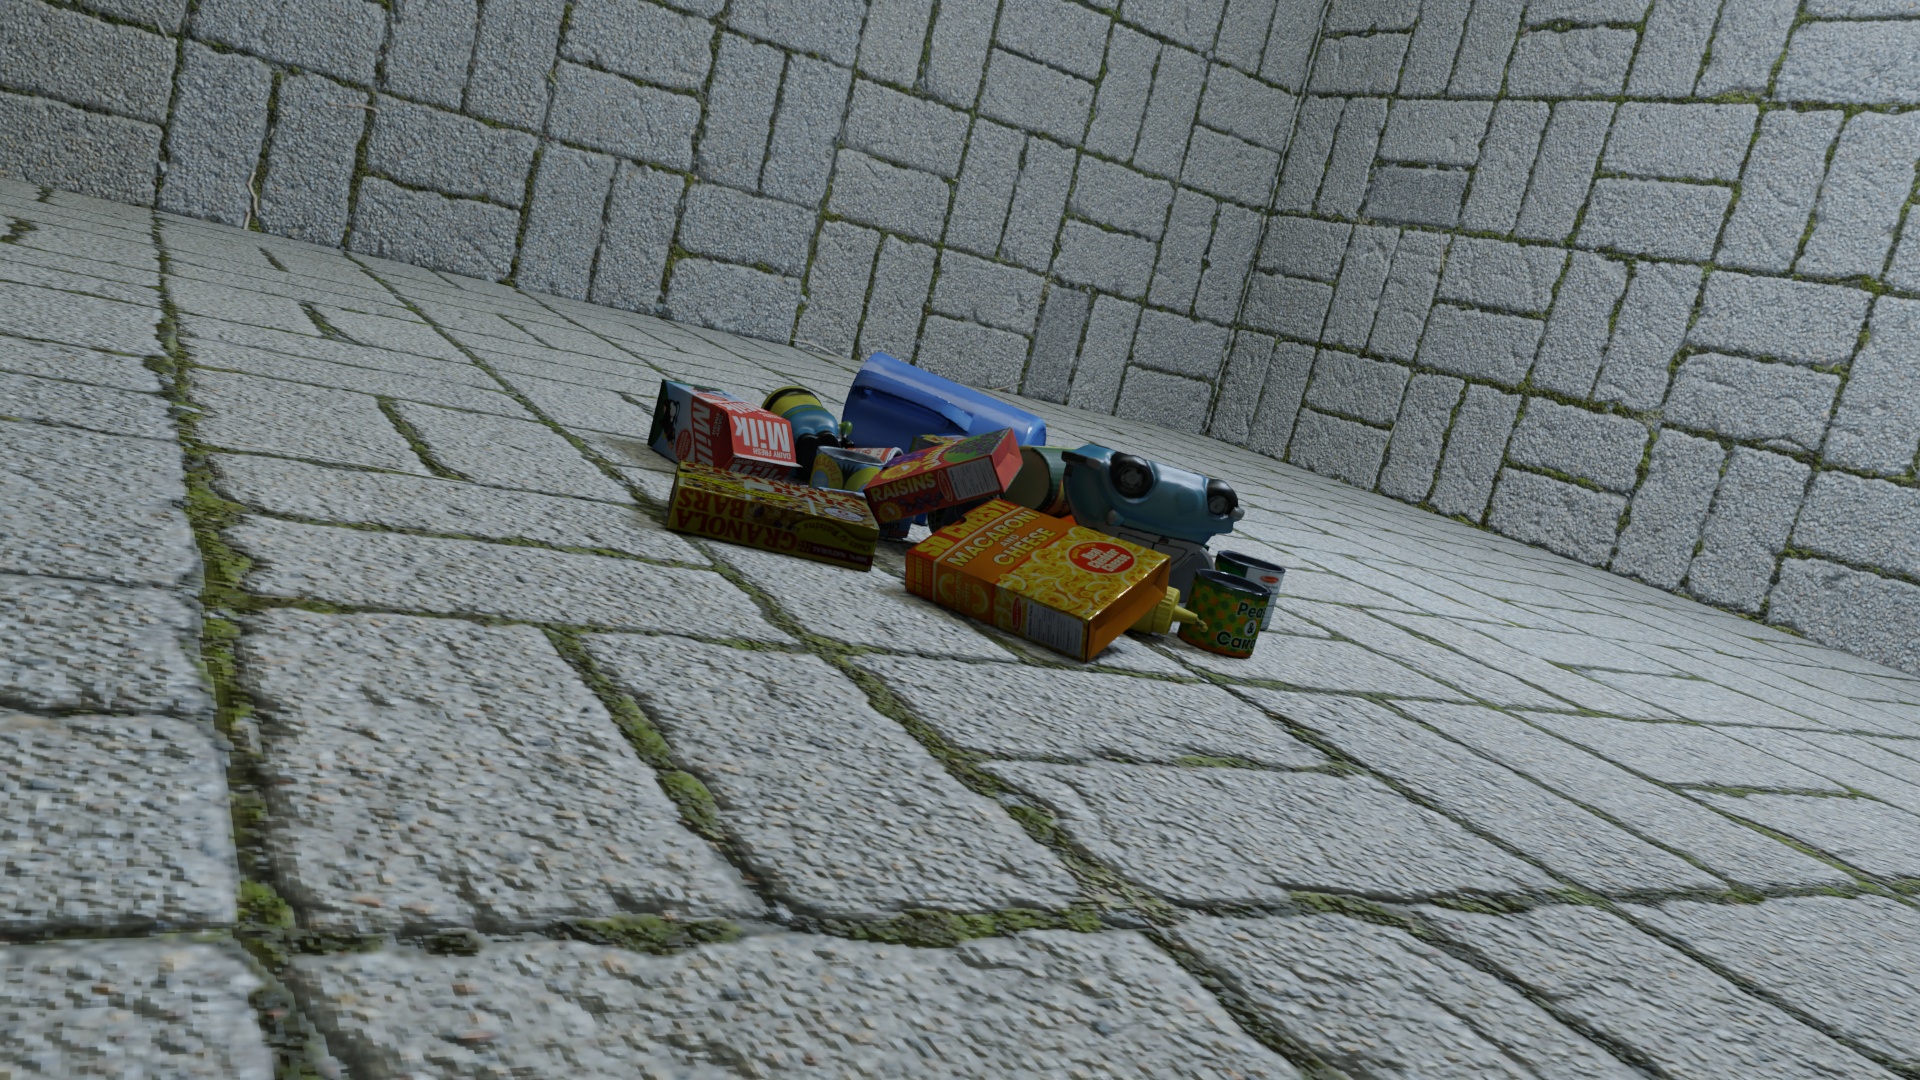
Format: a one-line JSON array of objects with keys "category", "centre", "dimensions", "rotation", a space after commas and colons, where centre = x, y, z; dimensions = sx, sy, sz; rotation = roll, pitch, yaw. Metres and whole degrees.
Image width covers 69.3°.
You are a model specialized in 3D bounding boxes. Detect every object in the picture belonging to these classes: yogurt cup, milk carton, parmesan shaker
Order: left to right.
[{"category": "milk carton", "centre": [-0.232, -0.101, 1.370], "dimensions": [0.072, 0.073, 0.191], "rotation": [7, 13, -40]}, {"category": "yogurt cup", "centre": [-0.091, -0.063, 1.396], "dimensions": [0.054, 0.072, 0.072], "rotation": [9, 8, 15]}, {"category": "parmesan shaker", "centre": [0.088, -0.053, 1.306], "dimensions": [0.071, 0.071, 0.103], "rotation": [22, 15, 37]}]

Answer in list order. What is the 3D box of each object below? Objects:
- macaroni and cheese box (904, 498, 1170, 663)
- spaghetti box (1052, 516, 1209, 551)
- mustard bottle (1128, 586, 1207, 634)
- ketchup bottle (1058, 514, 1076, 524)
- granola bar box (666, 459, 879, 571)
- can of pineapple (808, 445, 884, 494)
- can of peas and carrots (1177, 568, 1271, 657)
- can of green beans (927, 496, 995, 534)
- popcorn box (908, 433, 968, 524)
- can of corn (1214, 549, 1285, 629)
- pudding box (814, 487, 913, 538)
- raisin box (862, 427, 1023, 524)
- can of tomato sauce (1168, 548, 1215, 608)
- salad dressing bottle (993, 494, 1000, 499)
[{"category": "macaroni and cheese box", "centre": [0.059, 0.025, 1.075], "dimensions": [0.166, 0.040, 0.124], "rotation": [20, 33, 30]}, {"category": "spaghetti box", "centre": [0.140, 0.008, 1.366], "dimensions": [0.250, 0.050, 0.029], "rotation": [9, 13, -31]}, {"category": "mustard bottle", "centre": [0.129, 0.045, 1.154], "dimensions": [0.160, 0.048, 0.065], "rotation": [17, 15, 15]}, {"category": "ketchup bottle", "centre": [0.118, -0.006, 1.282], "dimensions": [0.149, 0.043, 0.065], "rotation": [-19, 19, -29]}, {"category": "granola bar box", "centre": [-0.156, -0.023, 1.149], "dimensions": [0.166, 0.039, 0.124], "rotation": [12, 10, -13]}, {"category": "can of pineapple", "centre": [-0.113, -0.055, 1.331], "dimensions": [0.071, 0.057, 0.071], "rotation": [14, 10, -2]}, {"category": "can of peas and carrots", "centre": [0.224, 0.061, 1.169], "dimensions": [0.071, 0.058, 0.071], "rotation": [14, 10, -3]}, {"category": "can of green beans", "centre": [0.007, -0.017, 1.271], "dimensions": [0.071, 0.071, 0.058], "rotation": [12, 9, -15]}, {"category": "popcorn box", "centre": [-0.022, -0.065, 1.439], "dimensions": [0.038, 0.085, 0.127], "rotation": [18, 10, 16]}, {"category": "can of corn", "centre": [0.267, 0.046, 1.316], "dimensions": [0.071, 0.058, 0.071], "rotation": [14, 10, -2]}, {"category": "pudding box", "centre": [-0.091, -0.026, 1.281], "dimensions": [0.084, 0.030, 0.050], "rotation": [6, 14, -39]}, {"category": "raisin box", "centre": [-0.014, -0.058, 1.236], "dimensions": [0.123, 0.040, 0.086], "rotation": [-14, 17, 20]}, {"category": "can of tomato sauce", "centre": [0.200, 0.024, 1.326], "dimensions": [0.071, 0.071, 0.083], "rotation": [12, 11, -12]}, {"category": "salad dressing bottle", "centre": [0.074, -0.029, 1.449], "dimensions": [0.148, 0.043, 0.064], "rotation": [26, 37, 26]}]
